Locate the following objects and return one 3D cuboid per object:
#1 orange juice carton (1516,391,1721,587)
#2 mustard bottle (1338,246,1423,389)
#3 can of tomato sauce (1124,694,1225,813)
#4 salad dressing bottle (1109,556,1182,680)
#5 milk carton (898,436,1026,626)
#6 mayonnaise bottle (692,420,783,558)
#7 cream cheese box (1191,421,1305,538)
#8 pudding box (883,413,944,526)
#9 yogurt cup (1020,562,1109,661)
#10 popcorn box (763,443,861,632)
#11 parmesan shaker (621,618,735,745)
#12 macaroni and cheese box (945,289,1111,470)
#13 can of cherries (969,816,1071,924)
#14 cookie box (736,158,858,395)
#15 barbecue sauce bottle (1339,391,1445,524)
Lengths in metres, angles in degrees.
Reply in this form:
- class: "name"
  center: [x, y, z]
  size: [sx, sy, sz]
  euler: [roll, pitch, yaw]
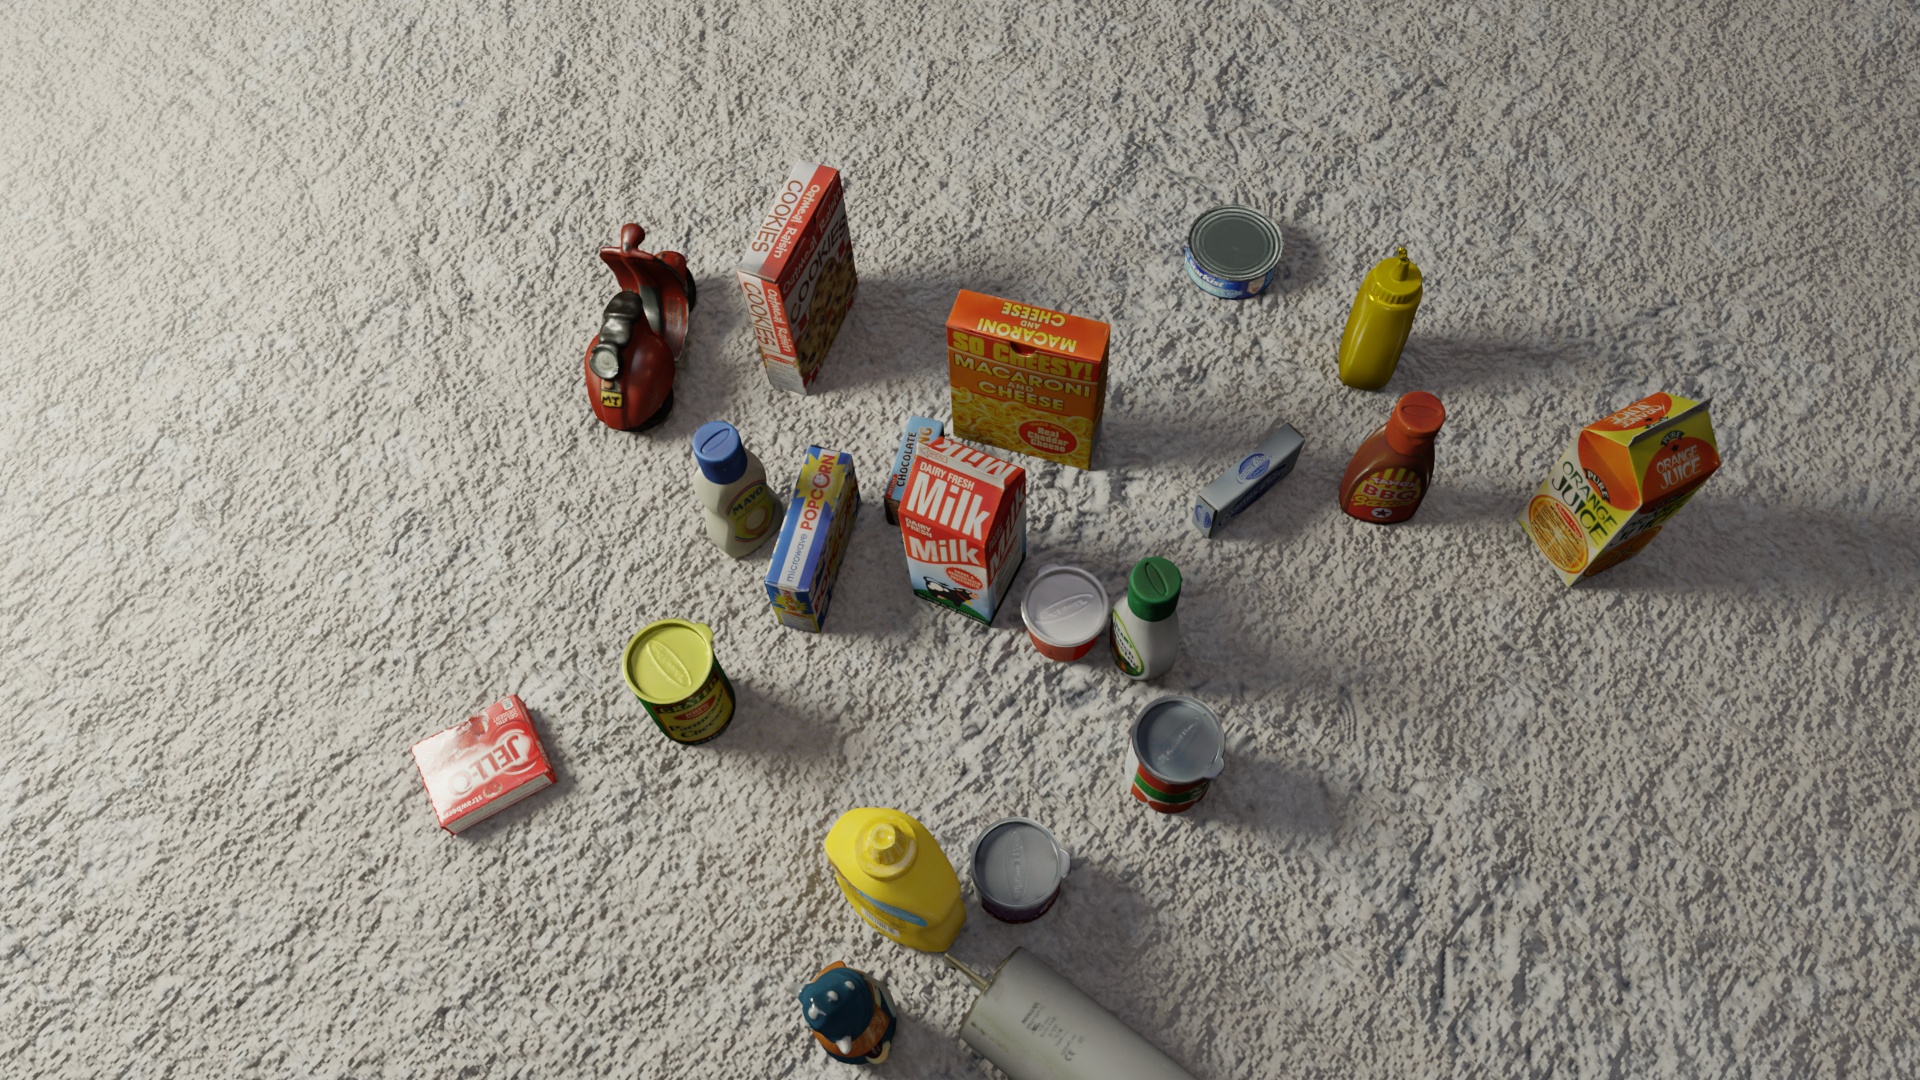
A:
- class: "orange juice carton"
  center: [0.501, -0.045, 1.052]
  size: [0.072, 0.191, 0.073]
  euler: [-24, 65, -9]
- class: "mustard bottle"
  center: [0.350, -0.188, 1.147]
  size: [0.049, 0.159, 0.065]
  euler: [9, 64, 6]
- class: "can of tomato sauce"
  center: [0.158, 0.160, 1.023]
  size: [0.071, 0.082, 0.071]
  euler: [-1, 64, 2]
- class: "salad dressing bottle"
  center: [0.140, 0.058, 1.038]
  size: [0.044, 0.147, 0.064]
  euler: [-22, 65, -8]
- class: "milk carton"
  center: [0.004, -0.013, 1.055]
  size: [0.072, 0.189, 0.074]
  euler: [23, 67, 13]
- class: "mayonnaise bottle"
  center: [-0.180, -0.042, 1.100]
  size: [0.065, 0.147, 0.041]
  euler: [-42, 69, -17]
- class: "cream cheese box"
  center: [0.236, -0.049, 1.141]
  size: [0.104, 0.053, 0.024]
  euler: [-38, 68, -15]
- class: "pudding box"
  center: [-0.038, -0.057, 1.157]
  size: [0.030, 0.049, 0.084]
  euler: [13, 65, 9]
- class: "yogurt cup"
  center: [0.082, 0.061, 1.092]
  size: [0.072, 0.053, 0.072]
  euler: [-1, 64, 2]
- class: "popcorn box"
  center: [-0.117, -0.001, 1.112]
  size: [0.038, 0.085, 0.127]
  euler: [11, 65, 8]
- class: "parmesan shaker"
  center: [-0.208, 0.107, 1.051]
  size: [0.071, 0.102, 0.071]
  euler: [-1, 64, 2]
- class: "macaroni and cheese box"
  center: [0.055, -0.126, 1.123]
  size: [0.124, 0.165, 0.040]
  euler: [15, 65, 9]
- class: "can of cherries"
  center: [0.043, 0.239, 1.001]
  size: [0.071, 0.058, 0.072]
  euler: [-1, 64, 2]
- class: "cookie box"
  center: [-0.133, -0.220, 1.177]
  size: [0.040, 0.166, 0.123]
  euler: [18, 66, 11]
- class: "barbecue sauce bottle"
  center: [0.343, -0.064, 1.092]
  size: [0.065, 0.148, 0.044]
  euler: [7, 64, 6]
